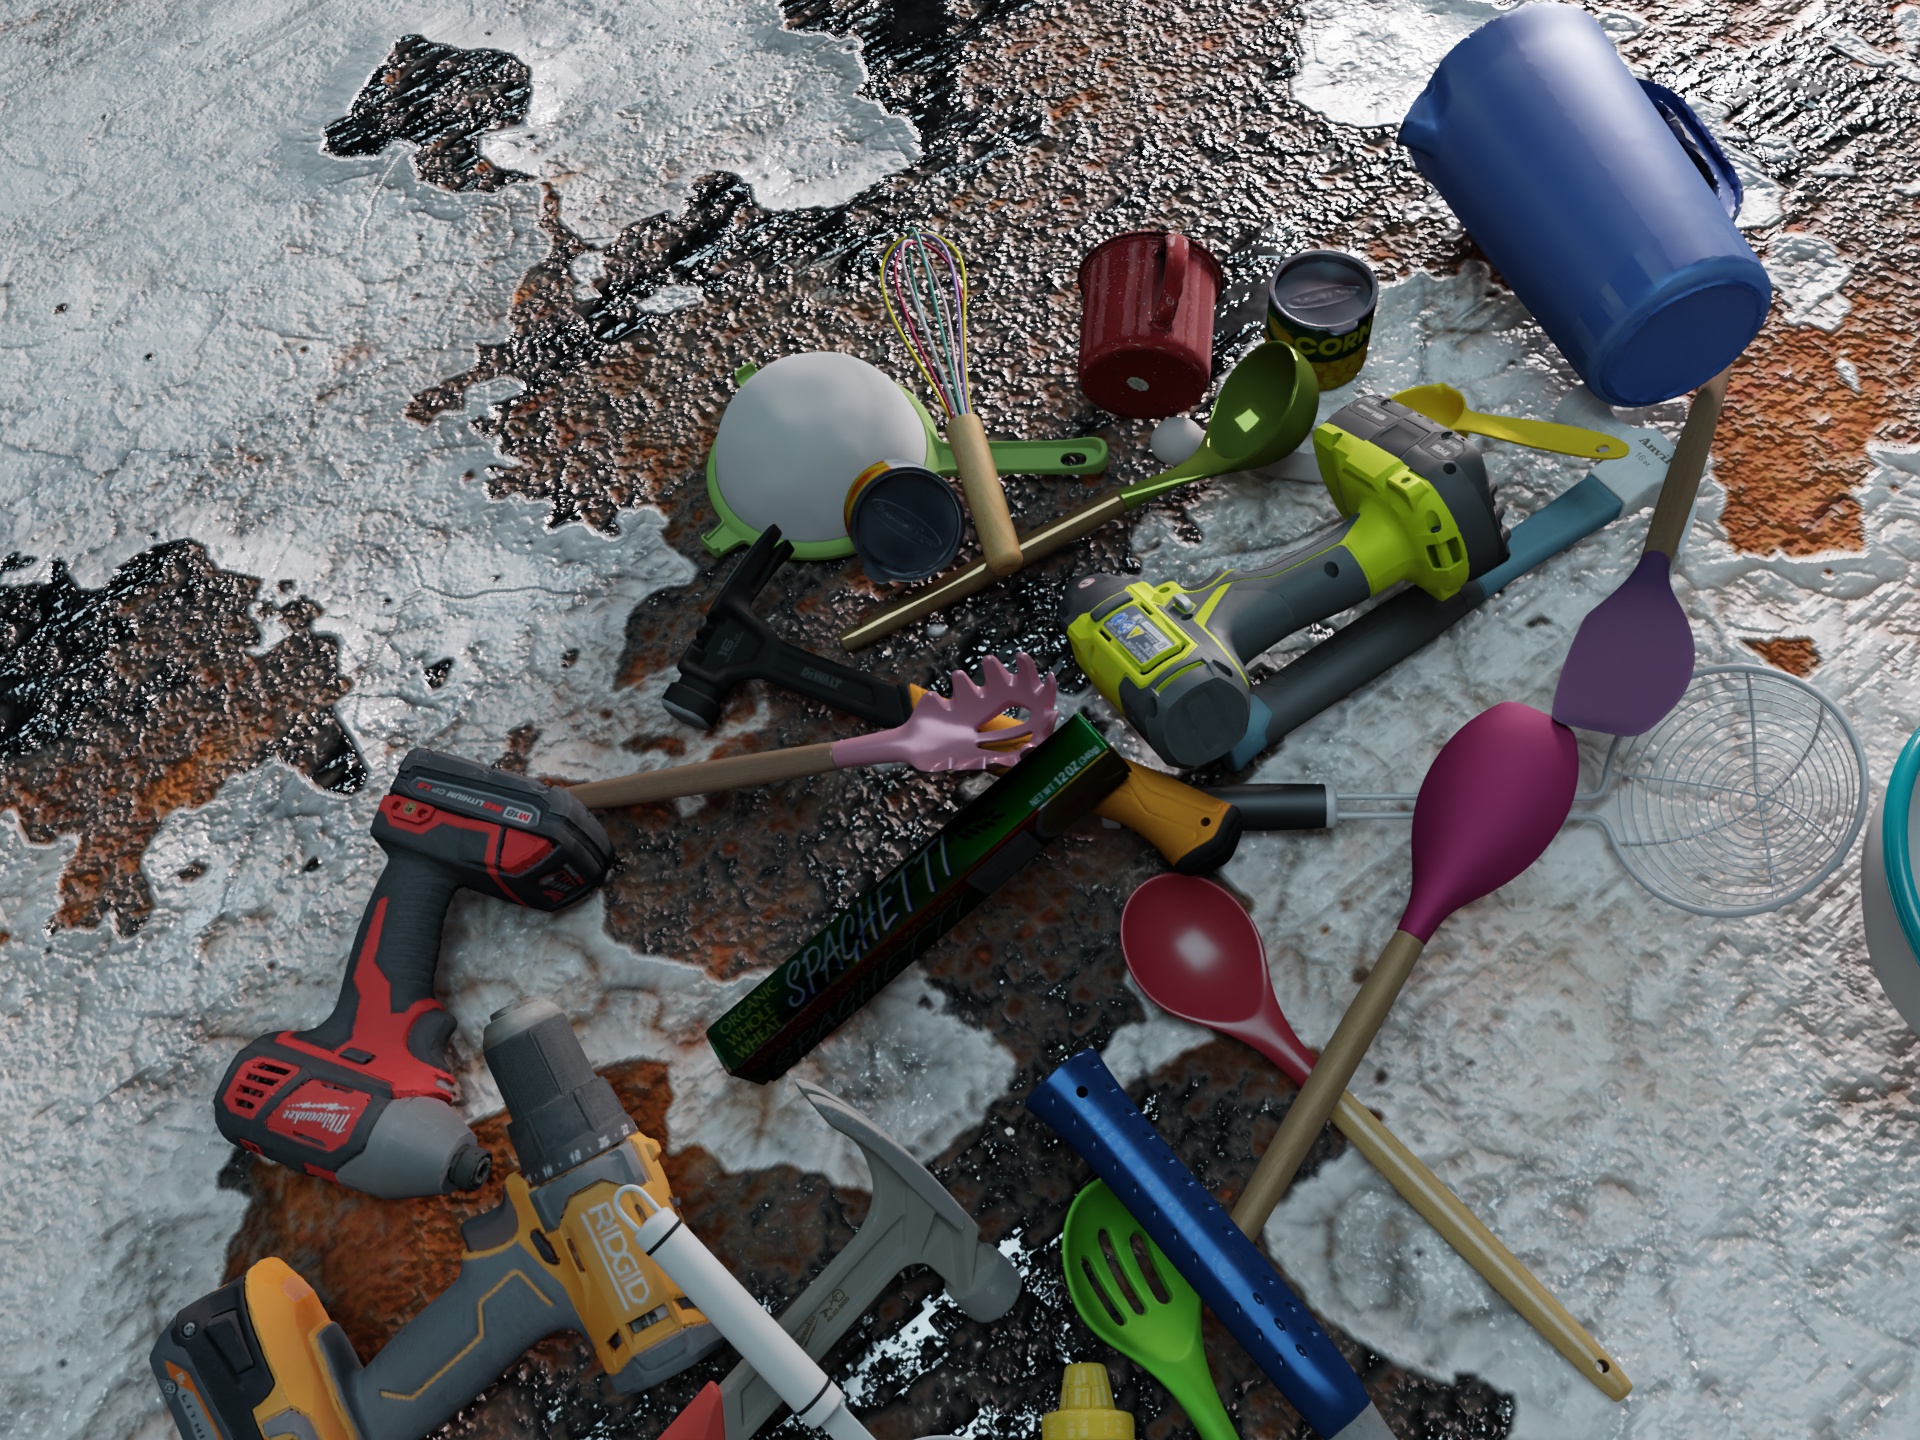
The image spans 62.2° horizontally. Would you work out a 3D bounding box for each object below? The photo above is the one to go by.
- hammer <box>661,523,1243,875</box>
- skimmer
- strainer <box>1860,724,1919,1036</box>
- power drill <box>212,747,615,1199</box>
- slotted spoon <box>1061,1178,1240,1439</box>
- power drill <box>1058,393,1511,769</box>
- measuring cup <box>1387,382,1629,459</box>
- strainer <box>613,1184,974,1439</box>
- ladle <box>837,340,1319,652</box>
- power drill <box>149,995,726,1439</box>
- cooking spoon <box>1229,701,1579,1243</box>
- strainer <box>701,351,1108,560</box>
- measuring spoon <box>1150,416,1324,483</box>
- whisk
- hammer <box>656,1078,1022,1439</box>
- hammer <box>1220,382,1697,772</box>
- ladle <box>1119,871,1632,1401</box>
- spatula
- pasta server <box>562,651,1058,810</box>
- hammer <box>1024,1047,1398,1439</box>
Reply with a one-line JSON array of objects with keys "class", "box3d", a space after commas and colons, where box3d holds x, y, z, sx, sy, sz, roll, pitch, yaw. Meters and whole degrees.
[{"class": "hammer", "box3d": [-0.001, -0.003, 0.873, 0.337, 0.034, 0.127, 22, 75, 23]}, {"class": "skimmer", "box3d": [0.253, 0.037, 0.810, 0.363, 0.090, 0.127, -1, 76, 8]}, {"class": "strainer", "box3d": [0.499, 0.037, 0.767, 0.211, 0.095, 0.341, 3, 65, -9]}, {"class": "power drill", "box3d": [-0.274, 0.136, 0.830, 0.143, 0.078, 0.220, 15, 66, 15]}, {"class": "slotted spoon", "box3d": [0.128, 0.347, 0.687, 0.070, 0.031, 0.314, -13, 60, -28]}, {"class": "power drill", "box3d": [0.166, -0.081, 0.871, 0.223, 0.080, 0.171, -31, 34, -2]}, {"class": "measuring cup", "box3d": [0.312, -0.160, 0.924, 0.157, 0.029, 0.062, 22, 59, 40]}, {"class": "strainer", "box3d": [-0.051, 0.286, 0.657, 0.087, 0.050, 0.258, -44, 87, 3]}, {"class": "ladle", "box3d": [0.067, -0.127, 0.938, 0.320, 0.062, 0.078, -27, 34, -1]}, {"class": "power drill", "box3d": [-0.241, 0.251, 0.730, 0.226, 0.084, 0.185, -26, 85, -9]}, {"class": "cooking spoon", "box3d": [0.204, 0.126, 0.765, 0.069, 0.017, 0.319, 28, 79, 25]}, {"class": "strainer", "box3d": [-0.038, -0.177, 0.979, 0.256, 0.069, 0.152, 1, 61, 9]}, {"class": "measuring spoon", "box3d": [0.177, -0.166, 0.976, 0.124, 0.018, 0.034, 14, 63, 13]}, {"class": "whisk", "box3d": [-0.001, -0.196, 0.947, 0.047, 0.051, 0.245, -7, 66, -21]}, {"class": "hammer", "box3d": [-0.137, 0.331, 0.689, 0.359, 0.149, 0.037, -46, 21, -12]}, {"class": "hammer", "box3d": [0.277, -0.072, 0.904, 0.331, 0.033, 0.128, -32, 61, -11]}, {"class": "ladle", "box3d": [0.194, 0.195, 0.767, 0.069, 0.031, 0.316, -39, 65, -11]}, {"class": "spatula", "box3d": [0.386, -0.103, 0.864, 0.060, 0.018, 0.316, 12, 51, 27]}, {"class": "pasta server", "box3d": [-0.094, 0.020, 0.854, 0.316, 0.040, 0.060, -10, 64, 18]}, {"class": "hammer", "box3d": [0.178, 0.304, 0.679, 0.144, 0.035, 0.406, -37, 69, -14]}]
